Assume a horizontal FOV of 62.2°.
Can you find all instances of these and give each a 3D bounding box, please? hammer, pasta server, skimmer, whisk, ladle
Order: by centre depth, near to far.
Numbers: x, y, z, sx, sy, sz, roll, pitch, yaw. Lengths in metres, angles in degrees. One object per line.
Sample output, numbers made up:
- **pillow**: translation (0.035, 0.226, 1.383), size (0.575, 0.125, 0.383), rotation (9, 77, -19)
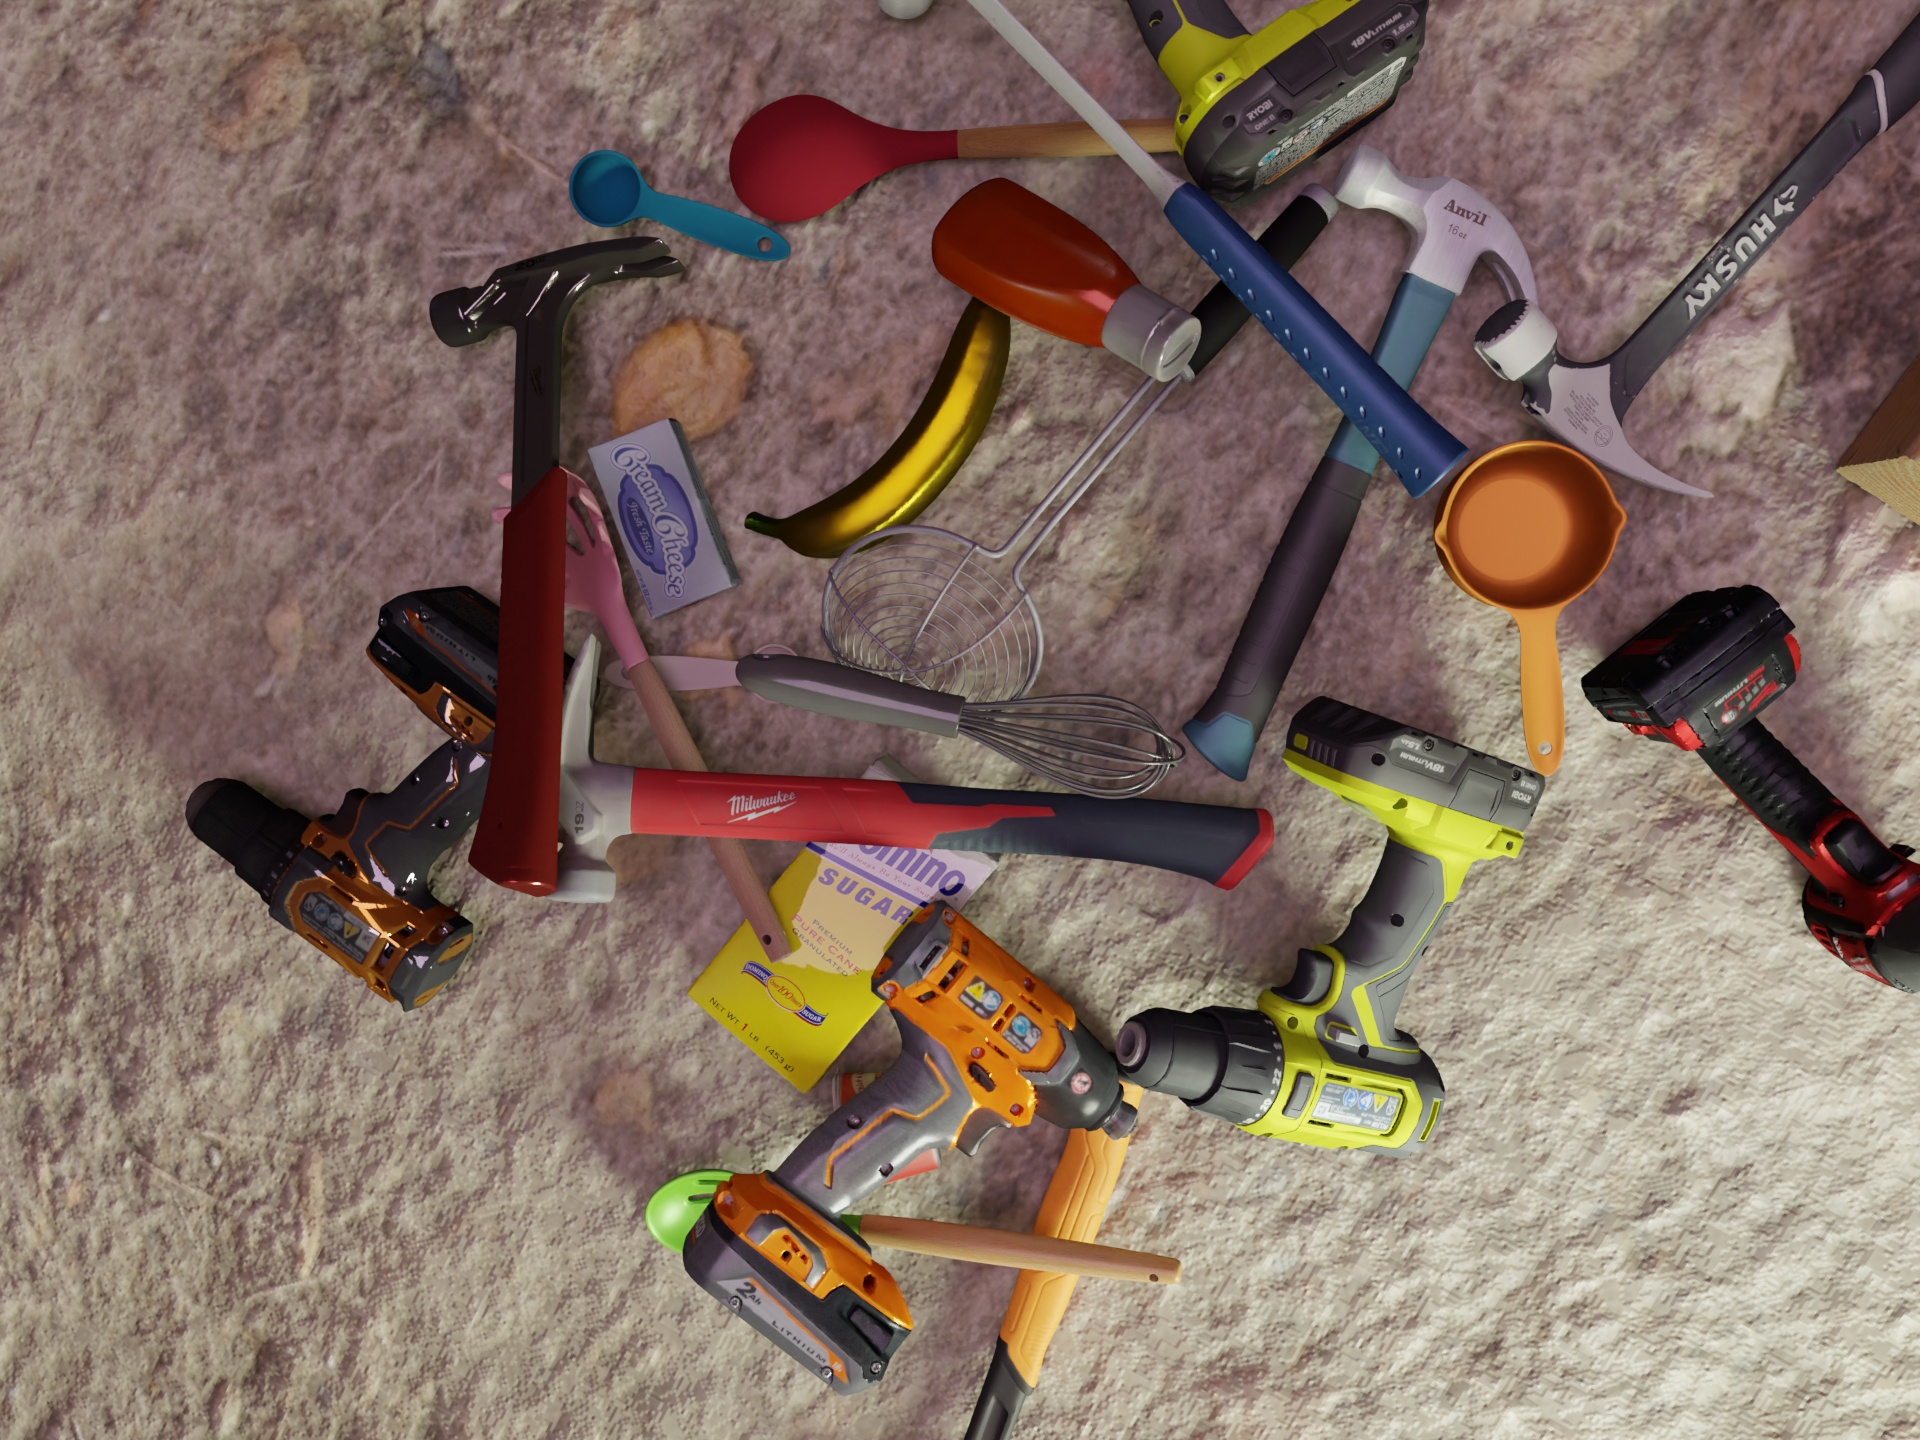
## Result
- **hammer**: translation (0.100, -0.269, 0.789), size (0.035, 0.144, 0.405), rotation (-43, 87, -6)
- **hammer**: translation (0.447, -0.290, 0.797), size (0.149, 0.036, 0.409), rotation (41, 96, -17)
- **whisk**: translation (-0.001, -0.004, 0.829), size (0.239, 0.055, 0.055), rotation (12, 97, 3)
- **hammer**: translation (-0.218, -0.087, 0.845), size (0.149, 0.036, 0.359), rotation (-9, 71, 16)
- **hammer**: translation (0.200, -0.124, 0.851), size (0.128, 0.033, 0.331), rotation (22, 100, -4)
- **hammer**: translation (-0.025, 0.036, 0.858), size (0.386, 0.038, 0.143), rotation (3, 81, -2)
- **ladle**: translation (0.025, -0.314, 0.867), size (0.315, 0.031, 0.069), rotation (-1, 94, 6)
- **skimmer**: translation (0.069, -0.147, 0.873), size (0.127, 0.090, 0.363), rotation (41, 89, -11)
- **pasta server**: translation (-0.173, -0.006, 0.894), size (0.060, 0.040, 0.316), rotation (-30, 82, 20)
- **hammer**: translation (0.048, 0.353, 0.920), size (0.127, 0.034, 0.337), rotation (19, 97, 6)

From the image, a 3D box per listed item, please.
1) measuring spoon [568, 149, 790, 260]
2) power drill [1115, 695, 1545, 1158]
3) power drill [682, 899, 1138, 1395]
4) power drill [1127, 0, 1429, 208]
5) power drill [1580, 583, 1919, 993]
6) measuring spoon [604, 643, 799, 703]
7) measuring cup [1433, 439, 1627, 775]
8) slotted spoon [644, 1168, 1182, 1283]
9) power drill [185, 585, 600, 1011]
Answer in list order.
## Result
- **measuring spoon**: translation (-0.157, -0.285, 0.901), size (0.128, 0.021, 0.042), rotation (19, 97, -4)
- **power drill**: translation (0.192, 0.110, 0.827), size (0.190, 0.080, 0.228), rotation (17, 96, -25)
- **power drill**: translation (-0.020, 0.231, 0.839), size (0.164, 0.084, 0.226), rotation (39, 79, -5)
- **power drill**: translation (0.129, -0.395, 0.814), size (0.171, 0.080, 0.223), rotation (-35, 83, 2)
- **power drill**: translation (0.420, 0.041, 0.789), size (0.078, 0.143, 0.220), rotation (-40, 87, 7)
- **measuring spoon**: translation (-0.147, -0.028, 0.924), size (0.124, 0.018, 0.034), rotation (1, 96, 14)
- **measuring cup**: translation (0.299, -0.060, 0.841), size (0.095, 0.052, 0.173), rotation (-6, 96, 8)
- **slotted spoon**: translation (-0.031, 0.294, 0.907), size (0.314, 0.031, 0.070), rotation (2, 118, 15)
- **power drill**: translation (-0.335, 0.031, 0.922), size (0.185, 0.084, 0.226), rotation (34, 103, 5)
